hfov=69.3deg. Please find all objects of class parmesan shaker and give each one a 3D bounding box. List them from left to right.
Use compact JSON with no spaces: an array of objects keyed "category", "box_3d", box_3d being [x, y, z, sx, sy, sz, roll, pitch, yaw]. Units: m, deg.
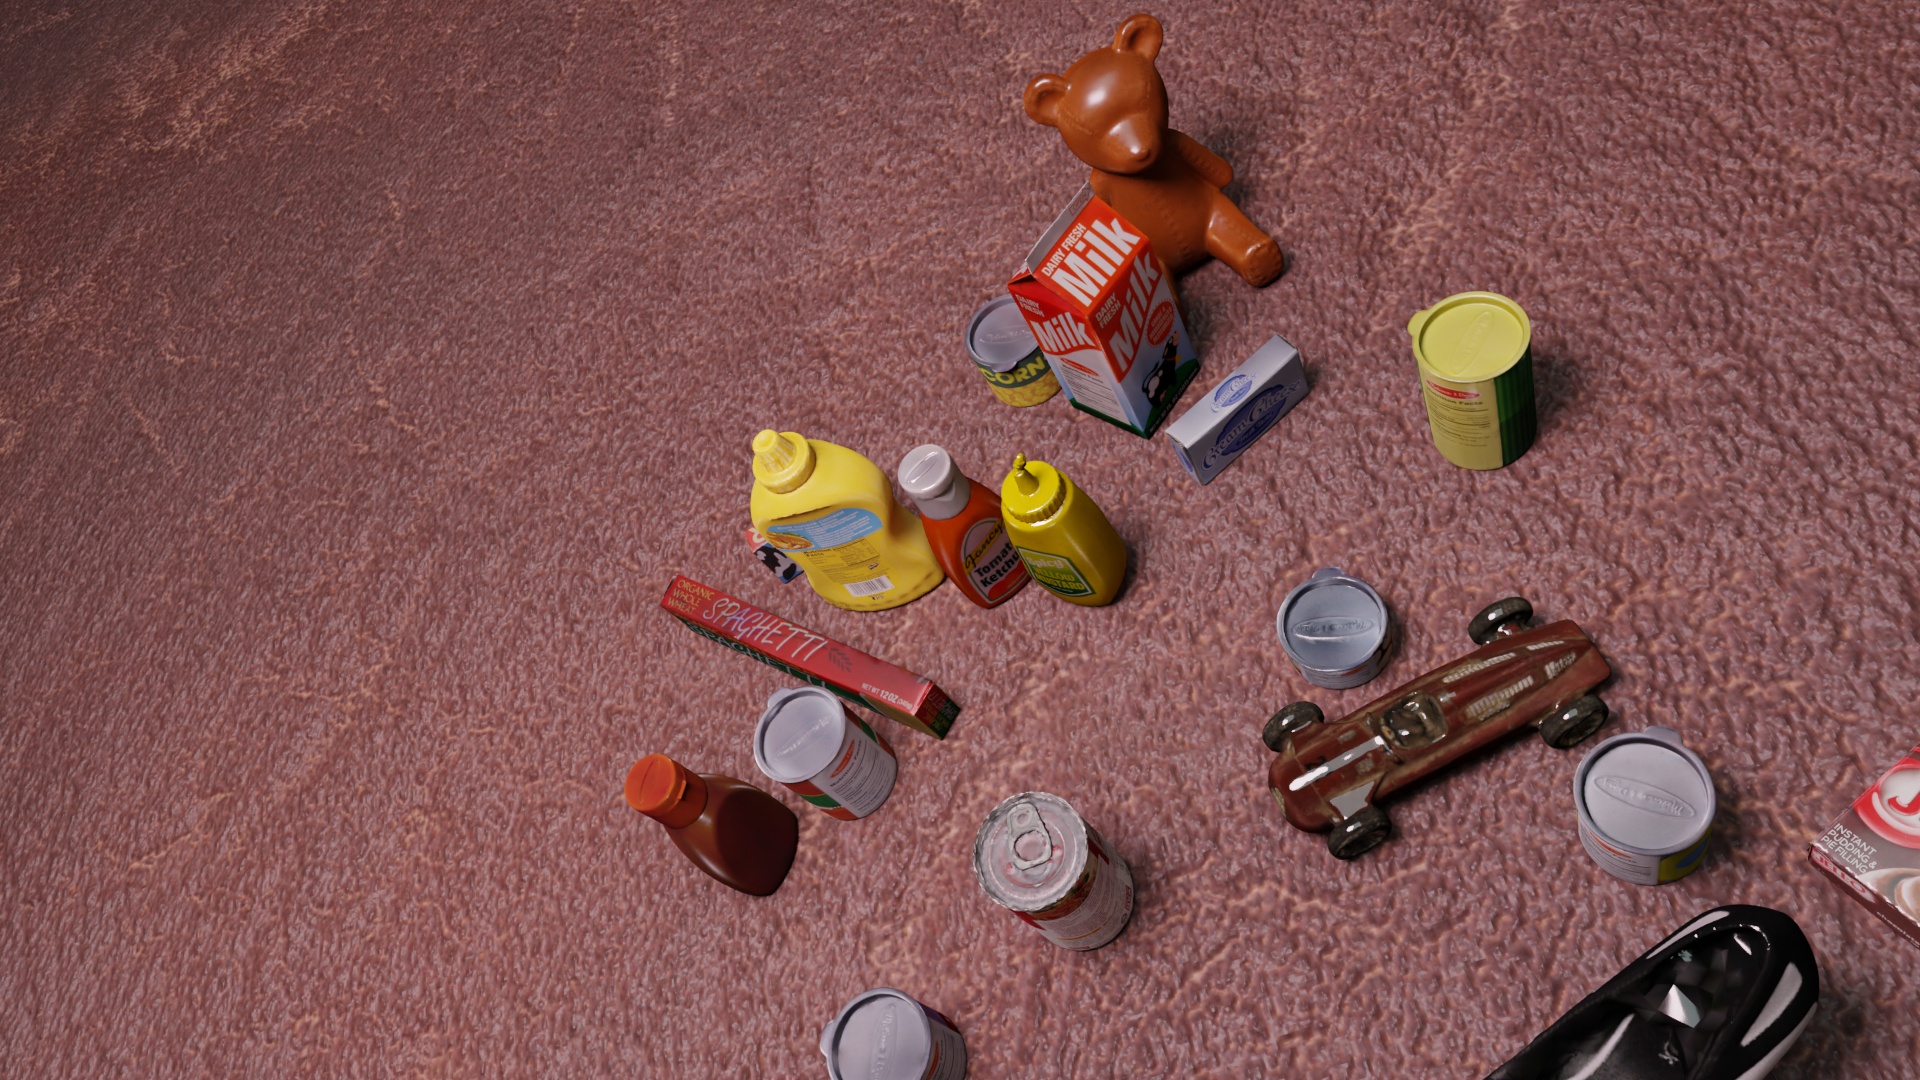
[{"category":"parmesan shaker","box_3d":[0.320,-0.099,0.866,0.071,0.102,0.071,-12,58,19]}]

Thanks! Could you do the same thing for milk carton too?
[{"category":"milk carton","box_3d":[0.095,-0.157,0.950,0.073,0.190,0.072,29,77,35]}]

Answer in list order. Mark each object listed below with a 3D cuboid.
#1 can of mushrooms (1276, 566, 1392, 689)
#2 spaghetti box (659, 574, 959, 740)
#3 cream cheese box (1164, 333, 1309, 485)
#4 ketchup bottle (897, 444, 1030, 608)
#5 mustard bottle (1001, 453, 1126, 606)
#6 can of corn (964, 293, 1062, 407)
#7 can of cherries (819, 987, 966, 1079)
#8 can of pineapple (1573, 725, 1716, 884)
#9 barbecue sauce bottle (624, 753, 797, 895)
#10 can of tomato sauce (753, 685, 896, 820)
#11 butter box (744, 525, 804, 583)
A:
[{"category":"can of mushrooms","box_3d":[0.232,0.054,0.858,0.071,0.033,0.071,-11,57,19]},{"category":"spaghetti box","box_3d":[-0.114,0.080,0.992,0.250,0.050,0.029,19,71,32]},{"category":"cream cheese box","box_3d":[0.191,-0.088,0.950,0.104,0.053,0.024,-41,53,-2]},{"category":"ketchup bottle","box_3d":[0.003,-0.012,0.931,0.065,0.148,0.043,-44,53,-4]},{"category":"mustard bottle","box_3d":[0.059,-0.010,0.898,0.065,0.159,0.049,11,67,30]},{"category":"can of corn","box_3d":[0.044,-0.140,1.046,0.071,0.058,0.071,-11,57,19]},{"category":"can of cherries","box_3d":[-0.039,0.303,0.820,0.071,0.058,0.072,-11,57,19]},{"category":"can of pineapple","box_3d":[0.361,0.141,0.732,0.071,0.057,0.071,-11,57,19]},{"category":"barbecue sauce bottle","box_3d":[-0.159,0.179,0.893,0.043,0.148,0.065,3,63,27]},{"category":"can of tomato sauce","box_3d":[-0.090,0.142,0.924,0.071,0.083,0.071,-12,58,19]},{"category":"butter box","box_3d":[-0.106,-0.015,1.044,0.103,0.053,0.024,-34,53,3]}]
